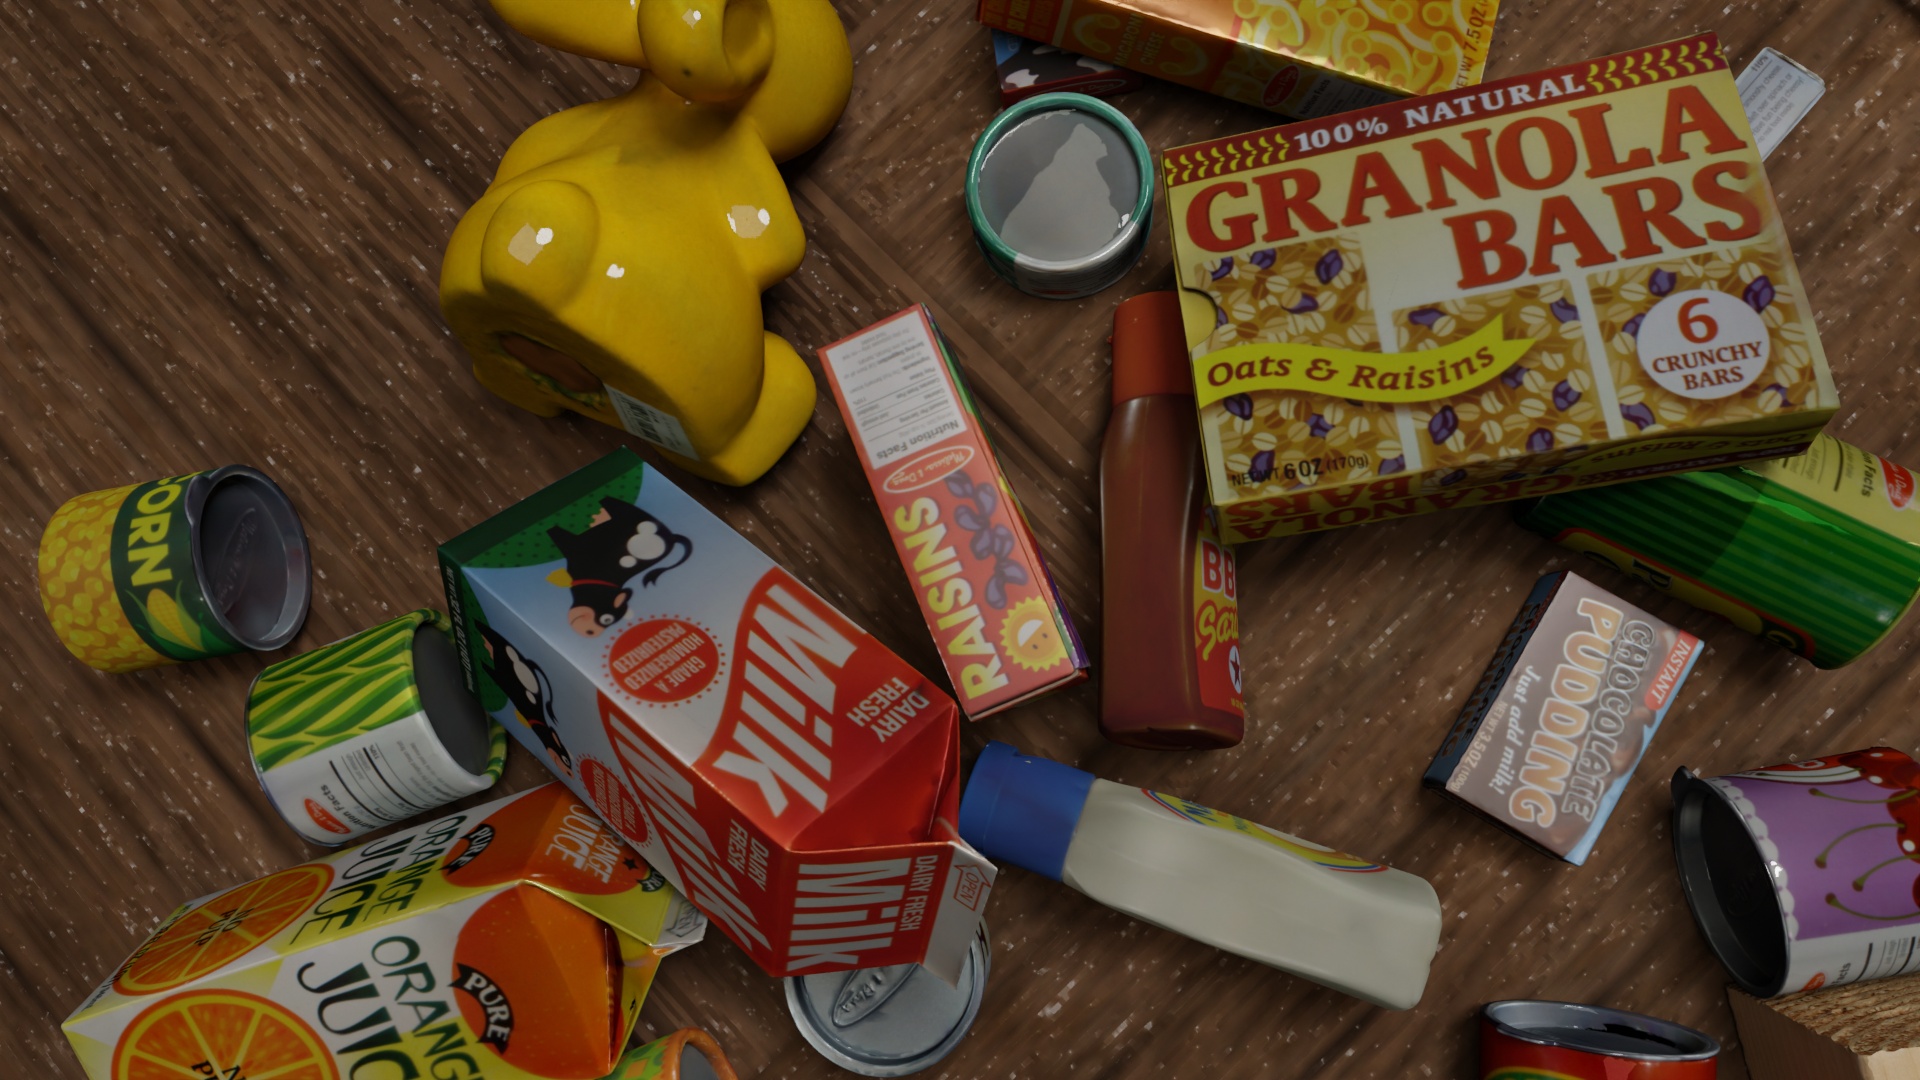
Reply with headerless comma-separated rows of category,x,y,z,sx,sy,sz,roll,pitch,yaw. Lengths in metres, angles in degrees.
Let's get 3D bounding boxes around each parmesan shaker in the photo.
parmesan shaker,0.238,-0.013,0.439,0.103,0.071,0.071,26,87,9

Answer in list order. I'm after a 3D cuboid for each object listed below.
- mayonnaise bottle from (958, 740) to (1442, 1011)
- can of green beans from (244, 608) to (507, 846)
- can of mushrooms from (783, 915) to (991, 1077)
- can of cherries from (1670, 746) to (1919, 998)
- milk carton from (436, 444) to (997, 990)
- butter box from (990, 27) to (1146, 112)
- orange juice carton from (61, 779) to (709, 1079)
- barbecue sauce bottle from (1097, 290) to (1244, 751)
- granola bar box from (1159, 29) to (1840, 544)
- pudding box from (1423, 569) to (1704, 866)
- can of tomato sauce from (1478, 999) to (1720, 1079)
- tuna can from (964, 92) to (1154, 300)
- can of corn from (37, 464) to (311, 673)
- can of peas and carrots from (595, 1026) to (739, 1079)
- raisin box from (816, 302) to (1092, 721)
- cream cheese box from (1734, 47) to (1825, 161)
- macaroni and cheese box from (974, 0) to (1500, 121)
mayonnaise bottle,0.073,0.104,0.444,0.148,0.065,0.041,18,88,11
can of green beans,-0.197,0.063,0.474,0.058,0.071,0.071,-21,82,3
can of mushrooms,-0.025,0.139,0.463,0.071,0.033,0.071,-1,84,6
can of cherries,0.260,0.097,0.422,0.058,0.071,0.071,-12,82,4
milk carton,-0.068,0.059,0.424,0.191,0.072,0.074,36,50,22
butter box,0.033,-0.211,0.504,0.053,0.024,0.103,-10,83,4
orange juice carton,-0.168,0.137,0.449,0.193,0.072,0.073,-18,105,4
barbecue sauce bottle,0.068,-0.008,0.459,0.043,0.065,0.149,-6,73,23
granola bar box,0.150,-0.074,0.413,0.165,0.039,0.124,-9,68,12
pudding box,0.195,0.057,0.451,0.050,0.030,0.083,31,87,8
can of tomato sauce,0.189,0.188,0.416,0.071,0.071,0.083,4,84,7
tuna can,0.035,-0.123,0.489,0.071,0.033,0.071,-1,84,6
can of corn,-0.275,0.009,0.487,0.058,0.071,0.071,-10,82,6
can of peas and carrots,-0.103,0.198,0.450,0.059,0.071,0.071,-23,81,3
raisin box,0.002,-0.006,0.451,0.040,0.086,0.123,-23,81,4
cream cheese box,0.231,-0.107,0.456,0.024,0.053,0.104,41,89,11
macaroni and cheese box,0.102,-0.216,0.473,0.166,0.040,0.124,16,80,-2
